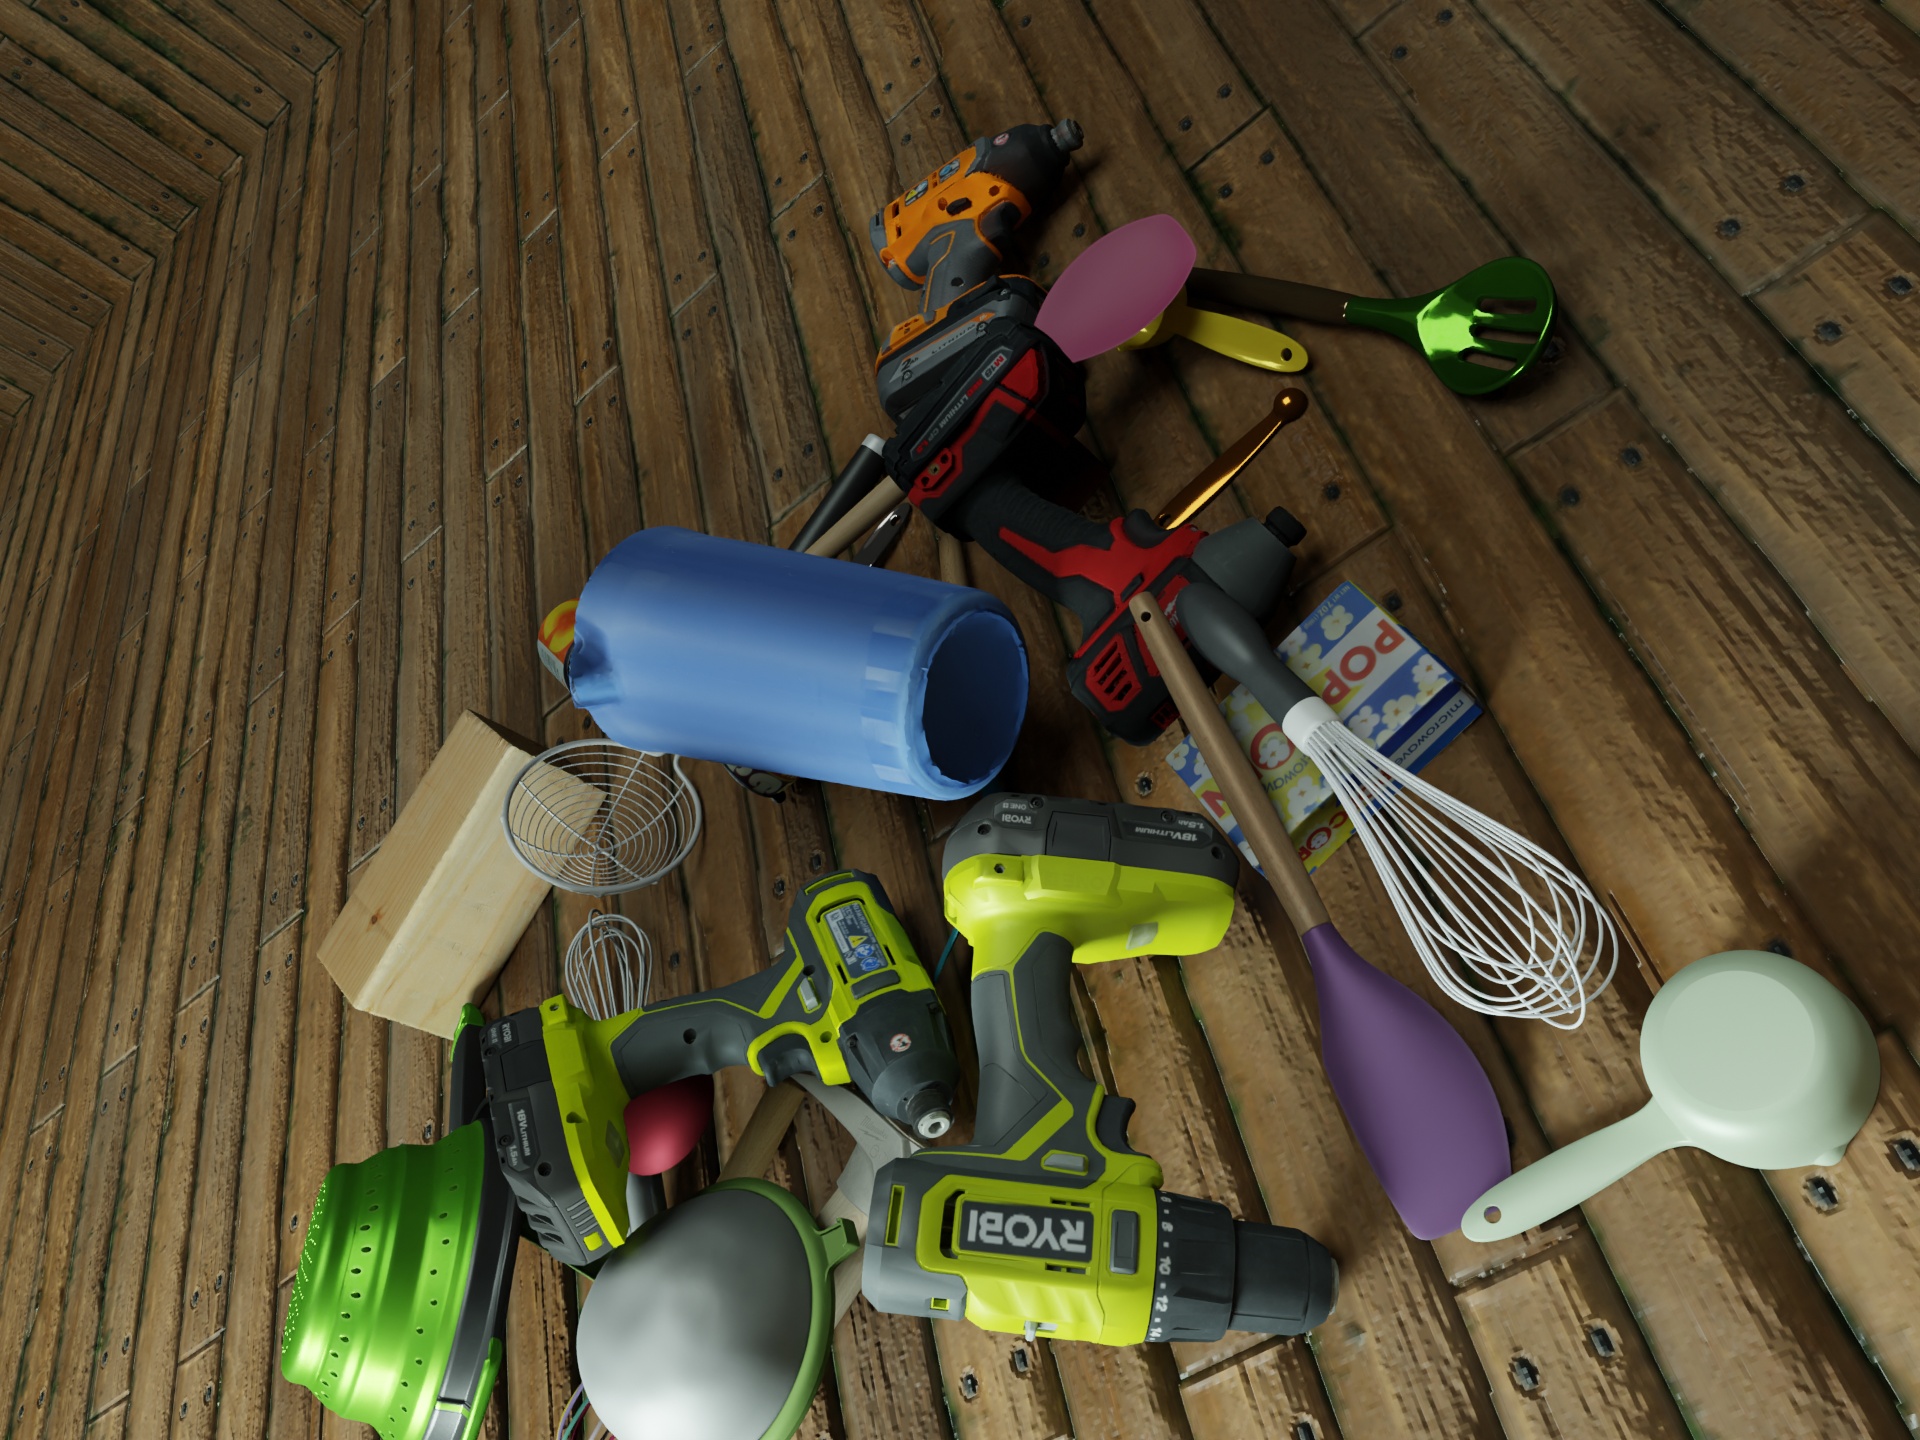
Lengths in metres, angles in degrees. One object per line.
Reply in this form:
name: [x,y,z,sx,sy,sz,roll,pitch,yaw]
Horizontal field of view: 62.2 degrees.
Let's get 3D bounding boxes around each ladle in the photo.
ladle: [-0.245,0.275,0.944,0.315,0.031,0.069,-39,52,35]

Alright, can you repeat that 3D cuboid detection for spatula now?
spatula: [-0.001,-0.003,0.909,0.082,0.044,0.318,110,159,-48]
spatula: [0.147,0.069,0.700,0.060,0.018,0.316,-33,62,16]

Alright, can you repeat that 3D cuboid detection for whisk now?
whisk: [-0.153,0.303,0.868,0.047,0.051,0.245,14,73,52]
whisk: [-0.203,0.220,0.963,0.058,0.059,0.247,-19,53,-1]
whisk: [0.169,0.023,0.680,0.070,0.070,0.285,-46,45,11]

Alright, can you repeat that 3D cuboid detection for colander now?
colander: [-0.327,0.272,0.930,0.397,0.094,0.204,-127,55,-64]

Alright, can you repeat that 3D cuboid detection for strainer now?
strainer: [-0.176,0.286,0.814,0.256,0.069,0.151,10,70,42]

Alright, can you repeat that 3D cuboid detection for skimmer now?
skimmer: [-0.160,-0.046,1.050,0.127,0.090,0.363,34,87,16]

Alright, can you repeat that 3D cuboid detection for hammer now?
hammer: [-0.137,0.381,0.810,0.146,0.038,0.410,28,86,49]

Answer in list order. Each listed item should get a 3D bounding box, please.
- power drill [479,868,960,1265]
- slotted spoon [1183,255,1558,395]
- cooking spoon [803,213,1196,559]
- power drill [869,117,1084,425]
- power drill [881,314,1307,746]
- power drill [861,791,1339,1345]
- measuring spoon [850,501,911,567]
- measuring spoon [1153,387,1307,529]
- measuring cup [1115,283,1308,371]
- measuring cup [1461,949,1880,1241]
power drill: [-0.117,0.176,0.807,0.223,0.080,0.171,-21,38,-10]
slotted spoon: [0.199,-0.231,0.877,0.314,0.031,0.070,30,105,50]
cooking spoon: [0.009,-0.181,0.948,0.319,0.017,0.069,-39,62,18]
power drill: [0.017,-0.298,1.048,0.164,0.084,0.227,-27,46,28]
power drill: [0.072,-0.107,0.846,0.143,0.078,0.220,-46,66,12]
power drill: [0.065,0.153,0.694,0.190,0.080,0.229,6,57,2]
measuring spoon: [-0.066,-0.091,1.051,0.034,0.018,0.124,26,78,46]
measuring spoon: [0.145,-0.142,0.884,0.117,0.011,0.021,-43,44,14]
measuring cup: [0.144,-0.232,0.927,0.157,0.029,0.062,31,124,36]
measuring cup: [0.252,0.146,0.589,0.167,0.038,0.083,-37,46,17]
